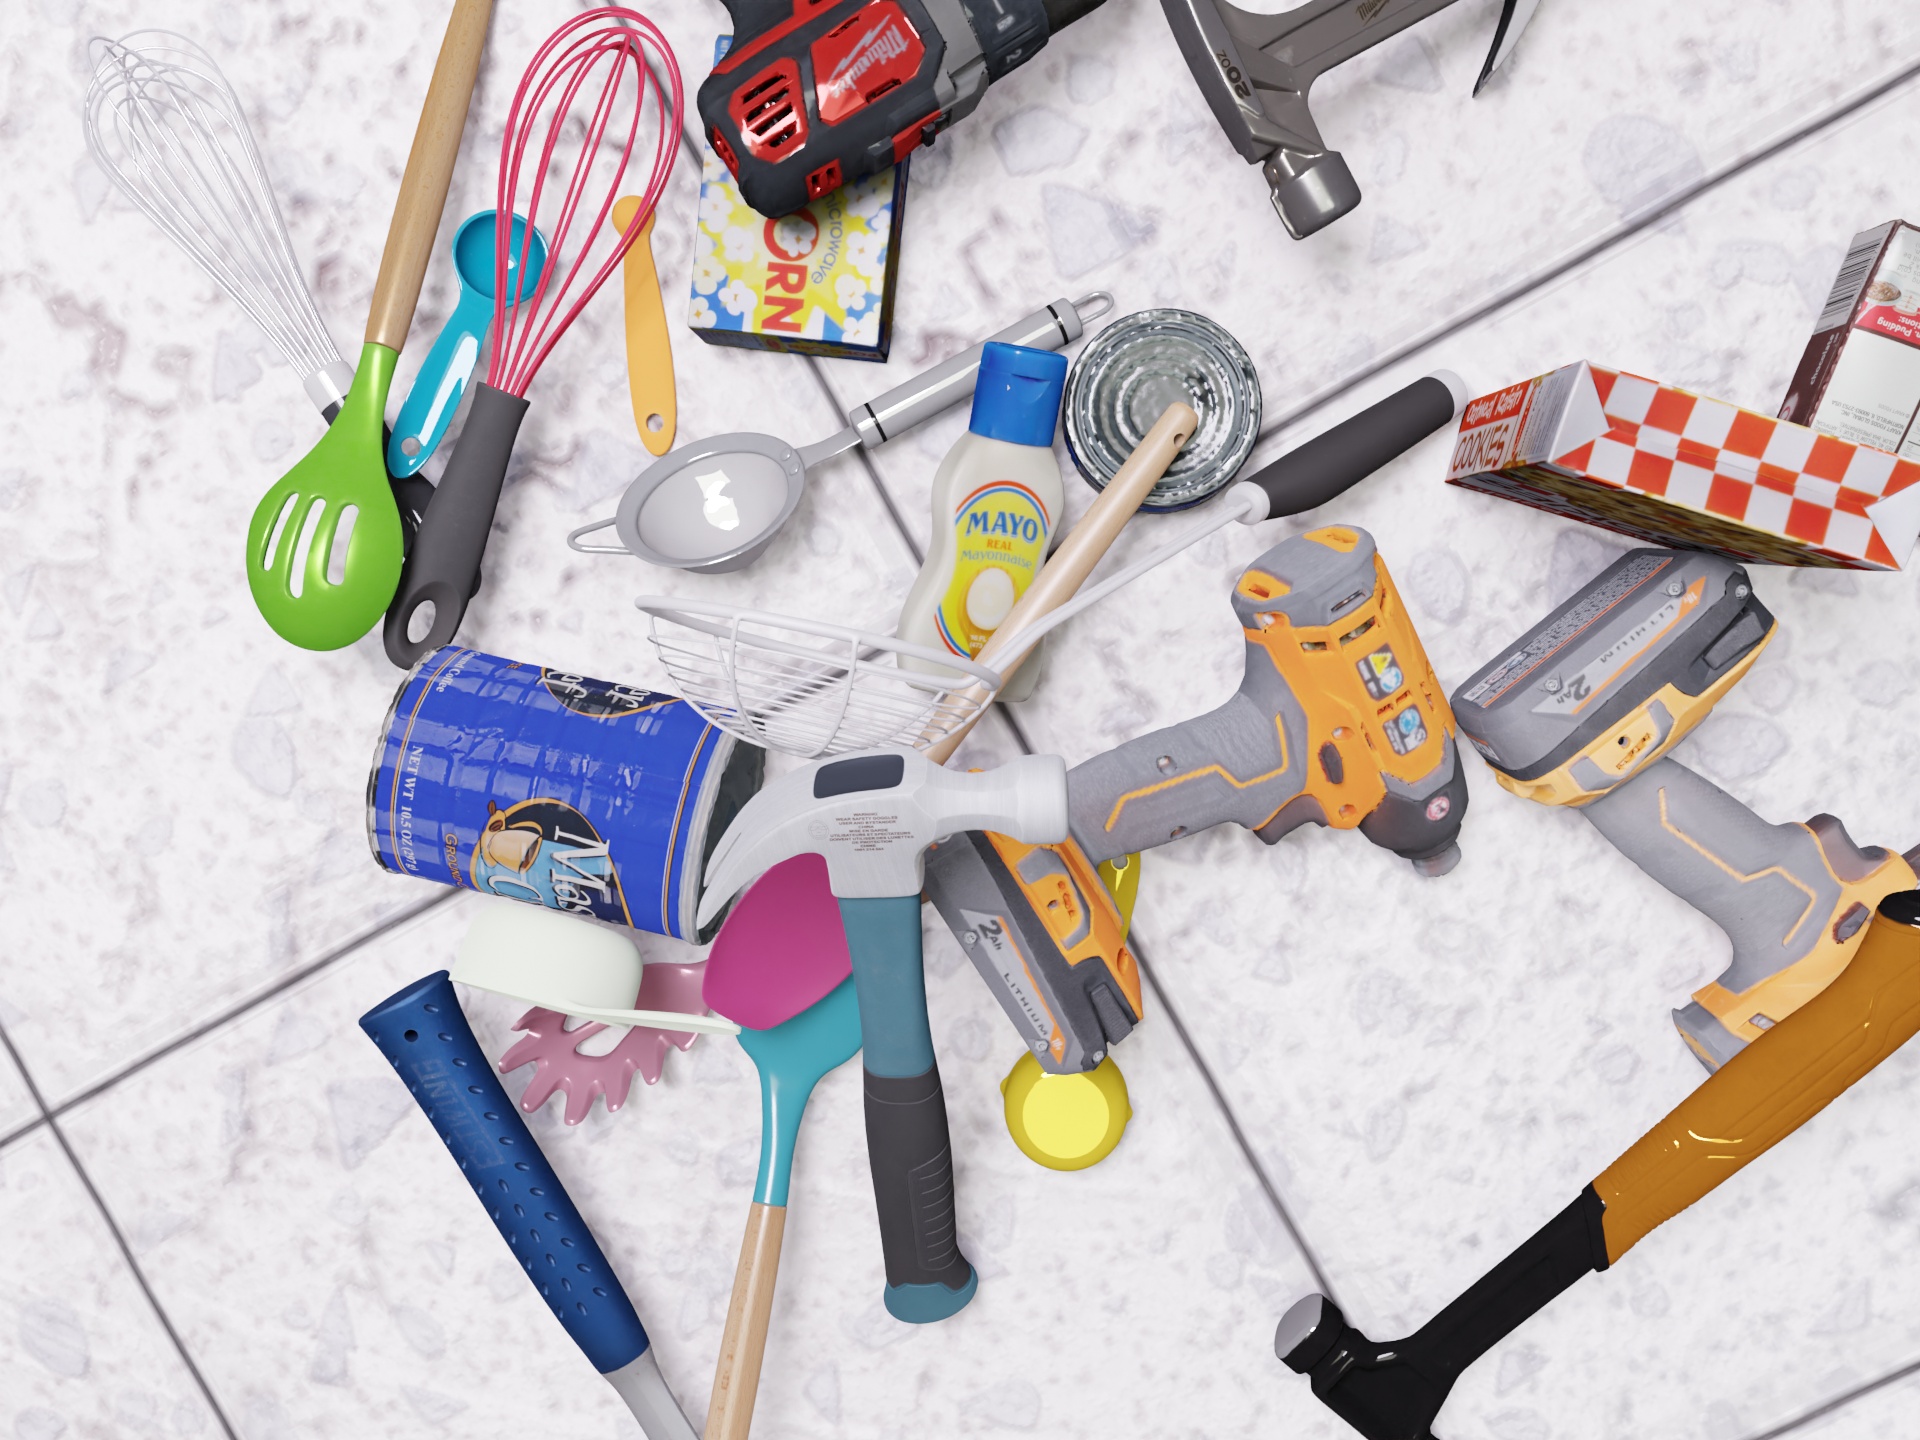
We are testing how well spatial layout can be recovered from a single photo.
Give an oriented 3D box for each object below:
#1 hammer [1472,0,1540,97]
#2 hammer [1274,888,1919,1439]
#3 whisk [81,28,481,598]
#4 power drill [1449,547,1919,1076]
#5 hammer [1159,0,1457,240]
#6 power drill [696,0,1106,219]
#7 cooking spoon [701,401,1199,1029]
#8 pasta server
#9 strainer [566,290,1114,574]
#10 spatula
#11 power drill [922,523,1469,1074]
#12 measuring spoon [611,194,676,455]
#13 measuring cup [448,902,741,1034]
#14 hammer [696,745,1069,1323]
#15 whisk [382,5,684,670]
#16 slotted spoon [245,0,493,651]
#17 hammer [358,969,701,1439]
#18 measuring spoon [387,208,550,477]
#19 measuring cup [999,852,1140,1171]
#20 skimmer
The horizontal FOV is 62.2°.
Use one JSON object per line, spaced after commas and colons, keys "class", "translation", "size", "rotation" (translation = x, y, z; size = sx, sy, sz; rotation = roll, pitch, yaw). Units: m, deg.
{"class": "hammer", "translation": [0.087, -0.343, 0.672], "size": [0.335, 0.035, 0.146], "rotation": [2, 93, 5]}
{"class": "hammer", "translation": [0.284, 0.197, 0.648], "size": [0.127, 0.034, 0.336], "rotation": [39, 112, 1]}
{"class": "whisk", "translation": [-0.296, -0.175, 0.704], "size": [0.070, 0.070, 0.284], "rotation": [-31, 96, 6]}
{"class": "power drill", "translation": [0.339, 0.032, 0.656], "size": [0.185, 0.084, 0.226], "rotation": [-39, 95, 6]}
{"class": "hammer", "translation": [0.249, -0.338, 0.625], "size": [0.359, 0.037, 0.149], "rotation": [-30, 99, -4]}
{"class": "power drill", "translation": [-0.056, -0.336, 0.630], "size": [0.188, 0.080, 0.226], "rotation": [-32, 91, -2]}
{"class": "cooking spoon", "translation": [-0.001, -0.002, 0.664], "size": [0.068, 0.017, 0.319], "rotation": [36, 92, -35]}
{"class": "pasta server", "translation": [-0.058, 0.094, 0.712], "size": [0.316, 0.040, 0.060], "rotation": [-25, 102, 5]}
{"class": "strainer", "translation": [-0.047, -0.122, 0.695], "size": [0.258, 0.050, 0.087], "rotation": [-28, 48, 1]}
{"class": "spatula", "translation": [-0.087, 0.235, 0.682], "size": [0.082, 0.044, 0.317], "rotation": [12, 79, -15]}
{"class": "power drill", "translation": [0.104, 0.045, 0.658], "size": [0.226, 0.084, 0.164], "rotation": [-34, 113, -4]}
{"class": "measuring spoon", "translation": [-0.142, -0.177, 0.713], "size": [0.021, 0.011, 0.117], "rotation": [-5, 93, 5]}
{"class": "measuring cup", "translation": [-0.137, 0.099, 0.631], "size": [0.168, 0.083, 0.038], "rotation": [-3, 67, 44]}
{"class": "hammer", "translation": [-0.022, 0.140, 0.620], "size": [0.128, 0.033, 0.330], "rotation": [-1, 131, 3]}
{"class": "whisk", "translation": [-0.189, -0.159, 0.680], "size": [0.073, 0.073, 0.296], "rotation": [22, 96, 3]}
{"class": "slotted spoon", "translation": [-0.244, -0.184, 0.682], "size": [0.070, 0.031, 0.314], "rotation": [10, 81, 7]}
{"class": "hammer", "translation": [-0.150, 0.296, 0.710], "size": [0.144, 0.035, 0.405], "rotation": [-27, 99, 7]}
{"class": "measuring spoon", "translation": [-0.223, -0.165, 0.707], "size": [0.042, 0.021, 0.128], "rotation": [25, 86, -17]}
{"class": "measuring cup", "translation": [0.057, 0.125, 0.708], "size": [0.062, 0.029, 0.156], "rotation": [12, 95, 4]}
{"class": "skimmer", "translation": [0.055, -0.084, 0.603], "size": [0.363, 0.127, 0.090], "rotation": [-30, 106, -23]}
